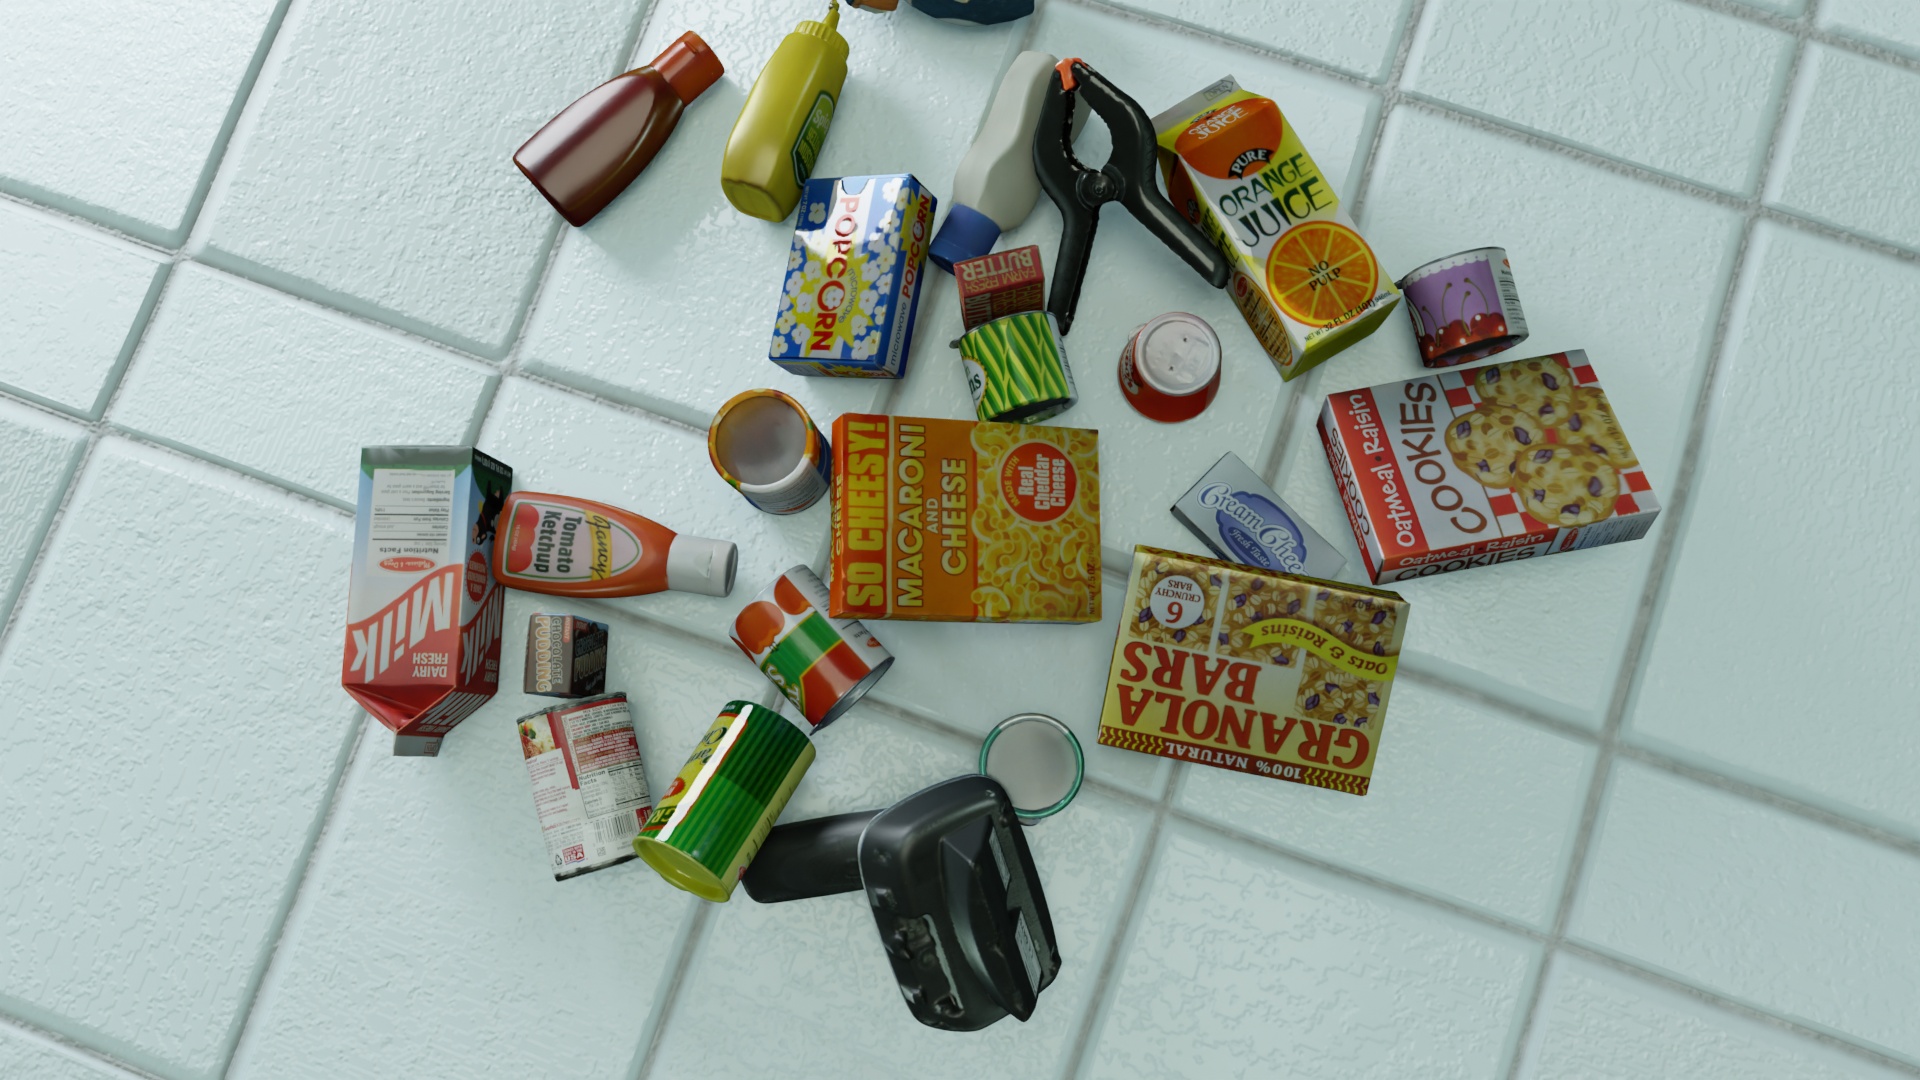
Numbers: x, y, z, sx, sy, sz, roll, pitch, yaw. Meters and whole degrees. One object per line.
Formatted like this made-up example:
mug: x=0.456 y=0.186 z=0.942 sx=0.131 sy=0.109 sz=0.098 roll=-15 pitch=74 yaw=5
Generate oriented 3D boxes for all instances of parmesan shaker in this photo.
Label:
parmesan shaker: x=-0.142 y=0.156 z=0.837 sx=0.071 sy=0.071 sz=0.103 roll=27 pitch=58 yaw=6

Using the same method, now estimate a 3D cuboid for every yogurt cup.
yogurt cup: x=0.136 y=-0.113 z=0.889 sx=0.072 sy=0.054 sz=0.072 roll=0 pitch=82 yaw=2

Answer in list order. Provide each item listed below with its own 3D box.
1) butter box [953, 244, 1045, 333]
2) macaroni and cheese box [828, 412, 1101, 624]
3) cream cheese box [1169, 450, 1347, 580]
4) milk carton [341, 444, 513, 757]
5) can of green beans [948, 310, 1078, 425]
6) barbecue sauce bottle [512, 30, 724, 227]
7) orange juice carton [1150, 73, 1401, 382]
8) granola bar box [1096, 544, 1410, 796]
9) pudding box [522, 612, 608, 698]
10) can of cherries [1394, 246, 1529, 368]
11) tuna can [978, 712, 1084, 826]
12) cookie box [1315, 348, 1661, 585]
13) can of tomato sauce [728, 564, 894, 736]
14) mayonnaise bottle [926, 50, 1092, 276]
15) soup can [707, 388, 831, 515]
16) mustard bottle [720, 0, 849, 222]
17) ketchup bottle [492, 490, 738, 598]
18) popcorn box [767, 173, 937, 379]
butter box: x=0.026 y=-0.153 z=0.874 sx=0.053 sy=0.103 sz=0.024 roll=-13 pitch=81 yaw=1
macaroni and cheese box: x=0.003 y=-0.011 z=0.859 sx=0.167 sy=0.040 sz=0.124 roll=3 pitch=81 yaw=-18
cream cheese box: x=0.190 y=-0.003 z=0.885 sx=0.104 sy=0.024 sz=0.053 roll=44 pitch=84 yaw=7
milk carton: x=-0.335 y=0.040 z=0.875 sx=0.073 sy=0.072 sz=0.191 roll=0 pitch=80 yaw=2
can of green beans: x=0.037 y=-0.107 z=0.886 sx=0.071 sy=0.071 sz=0.058 roll=-15 pitch=82 yaw=0
barbecue sauce bottle: x=-0.225 y=-0.281 z=0.934 sx=0.148 sy=0.043 sz=0.065 roll=-43 pitch=83 yaw=-5
orange juice carton: x=0.194 y=-0.206 z=0.891 sx=0.072 sy=0.073 sz=0.193 roll=-30 pitch=81 yaw=-2
granola bar box: x=0.176 y=0.078 z=0.852 sx=0.166 sy=0.039 sz=0.124 roll=11 pitch=98 yaw=4
pudding box: x=-0.243 y=0.072 z=0.861 sx=0.030 sy=0.083 sz=0.050 roll=1 pitch=81 yaw=0
can of cherries: x=0.318 y=-0.146 z=0.883 sx=0.071 sy=0.071 sz=0.058 roll=-13 pitch=82 yaw=0
tuna can: x=0.044 y=0.143 z=0.864 sx=0.071 sy=0.033 sz=0.071 roll=0 pitch=81 yaw=2
cookie box: x=0.321 y=-0.046 z=0.860 sx=0.167 sy=0.040 sz=0.123 roll=-10 pitch=59 yaw=1
can of tomato sauce: x=-0.094 y=0.068 z=0.864 sx=0.071 sy=0.071 sz=0.083 roll=-44 pitch=82 yaw=-4
mayonnaise bottle: x=0.029 y=-0.243 z=0.911 sx=0.041 sy=0.064 sz=0.148 roll=27 pitch=86 yaw=43
soup can: x=-0.119 y=-0.057 z=0.875 sx=0.071 sy=0.083 sz=0.071 roll=0 pitch=81 yaw=3
mustard bottle: x=-0.109 y=-0.293 z=0.922 sx=0.049 sy=0.065 sz=0.160 roll=19 pitch=79 yaw=9
ketchup bottle: x=-0.219 y=0.009 z=0.889 sx=0.149 sy=0.043 sz=0.065 roll=8 pitch=82 yaw=3
popcorn box: x=-0.069 y=-0.169 z=0.897 sx=0.085 sy=0.038 sz=0.127 roll=6 pitch=81 yaw=31
